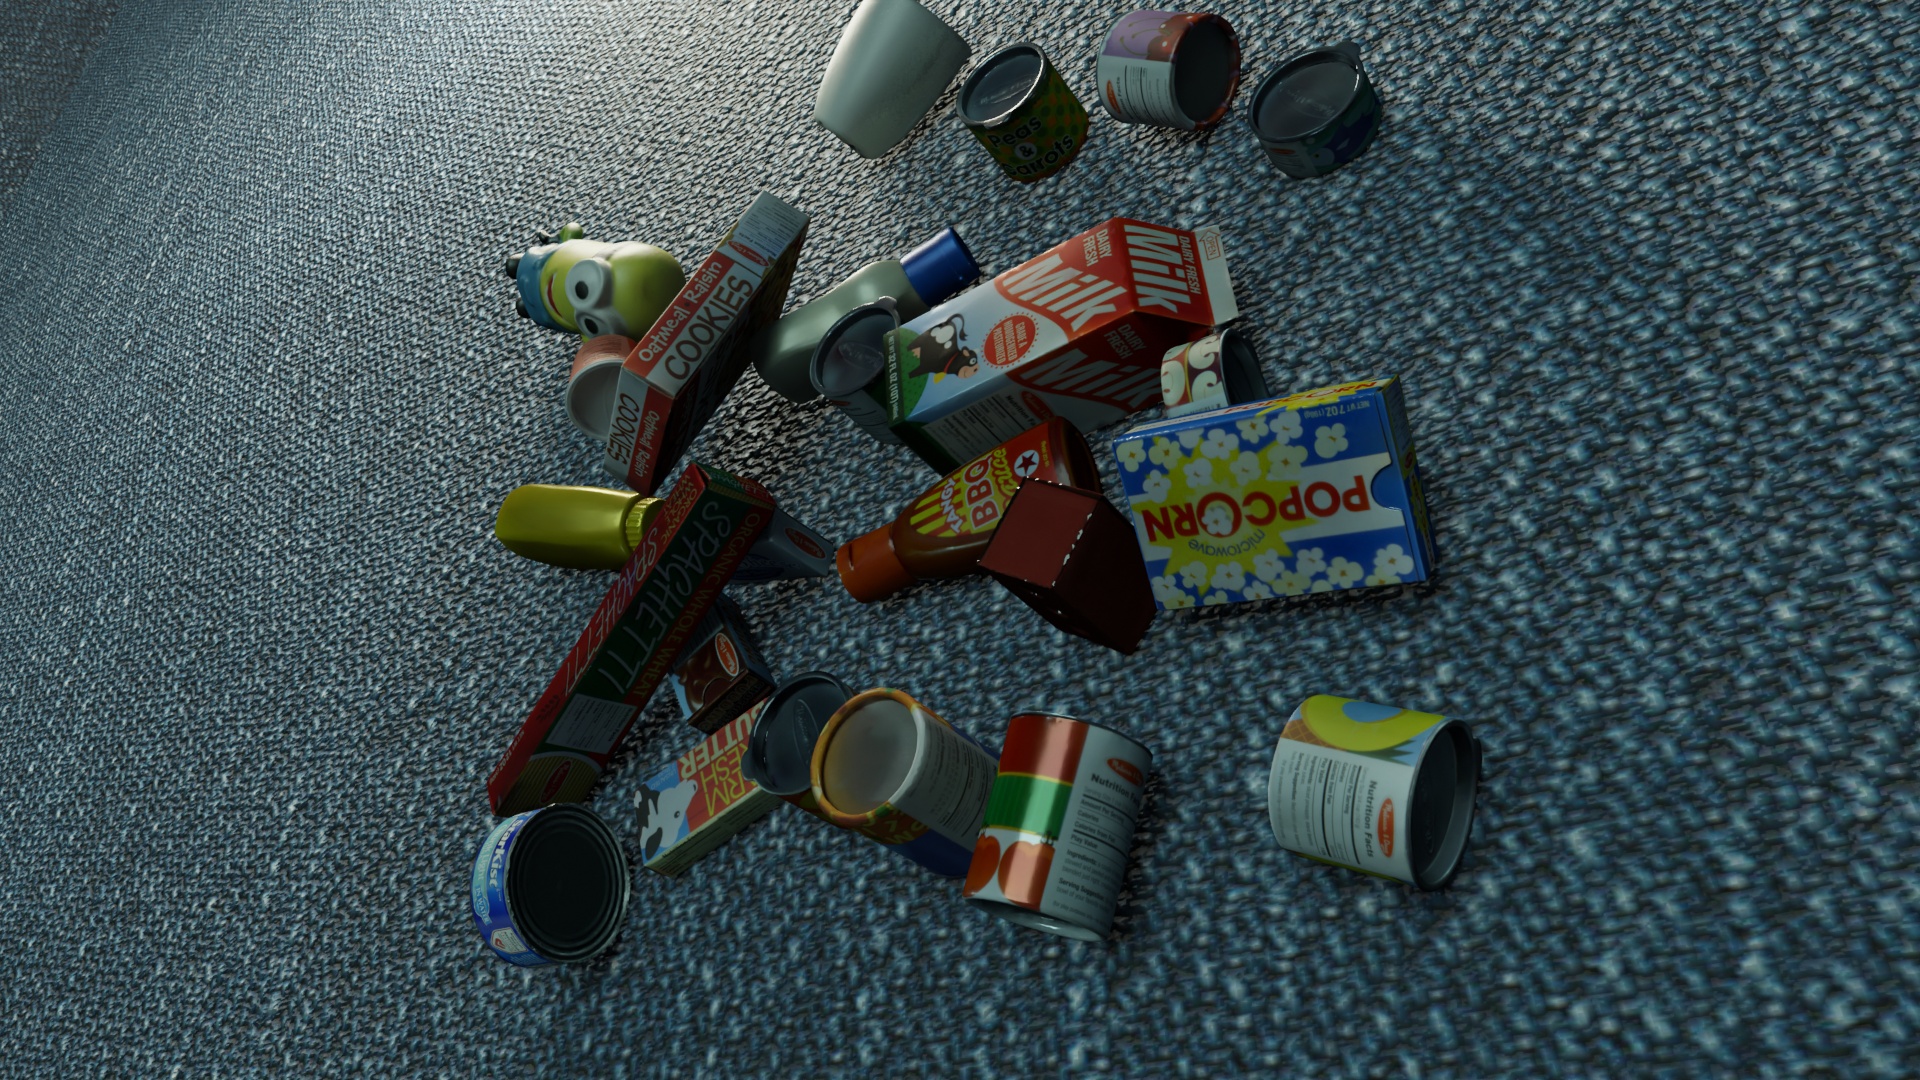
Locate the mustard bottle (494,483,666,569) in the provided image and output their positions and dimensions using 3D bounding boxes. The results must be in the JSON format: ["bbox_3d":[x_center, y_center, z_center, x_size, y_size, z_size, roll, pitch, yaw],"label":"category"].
[{"bbox_3d":[-0.233,-0.008,0.917,0.160,0.065,0.049,2,69,31],"label":"mustard bottle"}]

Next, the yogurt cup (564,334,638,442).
[{"bbox_3d":[-0.249,-0.112,0.996,0.072,0.072,0.054,-37,38,12],"label":"yogurt cup"}]

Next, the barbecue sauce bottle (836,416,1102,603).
[{"bbox_3d":[0.003,-0.009,0.747,0.148,0.043,0.065,-25,50,23],"label":"barbecue sauce bottle"}]

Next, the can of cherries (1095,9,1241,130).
[{"bbox_3d":[0.124,-0.280,0.820,0.058,0.071,0.071,23,77,44],"label":"can of cherries"}]

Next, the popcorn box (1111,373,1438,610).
[{"bbox_3d":[0.139,-0.019,0.619,0.126,0.085,0.038,-9,12,33],"label":"popcorn box"}]

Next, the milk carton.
[{"bbox_3d":[0.057,-0.106,0.749,0.190,0.073,0.073,-23,50,24],"label":"milk carton"}]

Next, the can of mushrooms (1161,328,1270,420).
[{"bbox_3d":[0.126,-0.068,0.677,0.033,0.071,0.071,-17,53,30],"label":"can of mushrooms"}]

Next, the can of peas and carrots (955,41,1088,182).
[{"bbox_3d":[0.040,-0.270,0.882,0.071,0.058,0.071,-19,52,27],"label":"can of peas and carrots"}]

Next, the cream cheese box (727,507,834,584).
[{"bbox_3d":[-0.132,0.004,0.834,0.103,0.053,0.024,-6,61,35],"label":"cream cheese box"}]

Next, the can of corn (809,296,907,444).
[{"bbox_3d":[-0.045,-0.101,0.835,0.071,0.058,0.071,-20,51,27],"label":"can of corn"}]

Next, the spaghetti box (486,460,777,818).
[{"bbox_3d":[-0.191,0.063,0.799,0.249,0.050,0.029,-54,43,16],"label":"spaghetti box"}]

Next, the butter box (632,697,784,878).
[{"bbox_3d":[-0.133,0.136,0.767,0.103,0.024,0.053,-36,47,14],"label":"butter box"}]

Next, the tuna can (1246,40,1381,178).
[{"bbox_3d":[0.195,-0.235,0.759,0.071,0.032,0.071,-19,52,27],"label":"tuna can"}]

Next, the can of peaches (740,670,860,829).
[{"bbox_3d":[-0.067,0.109,0.711,0.071,0.058,0.071,-19,52,27],"label":"can of peaches"}]

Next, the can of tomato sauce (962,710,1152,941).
[{"bbox_3d":[0.042,0.126,0.611,0.071,0.071,0.083,0,63,38],"label":"can of tomato sauce"}]

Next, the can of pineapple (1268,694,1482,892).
[{"bbox_3d":[0.162,0.096,0.540,0.058,0.071,0.071,7,67,40],"label":"can of pineapple"}]

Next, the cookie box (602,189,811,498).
[{"bbox_3d":[-0.160,-0.122,0.876,0.168,0.040,0.122,-61,3,-32],"label":"cookie box"}]

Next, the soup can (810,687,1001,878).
[{"bbox_3d":[-0.022,0.115,0.654,0.071,0.083,0.072,-20,51,27],"label":"soup can"}]

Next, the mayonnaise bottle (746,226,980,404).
[{"bbox_3d":[-0.058,-0.142,0.872,0.148,0.064,0.041,-31,66,13],"label":"mayonnaise bottle"}]

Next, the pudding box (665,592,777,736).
[{"bbox_3d":[-0.146,0.070,0.817,0.049,0.030,0.084,-41,45,6],"label":"pudding box"}]
